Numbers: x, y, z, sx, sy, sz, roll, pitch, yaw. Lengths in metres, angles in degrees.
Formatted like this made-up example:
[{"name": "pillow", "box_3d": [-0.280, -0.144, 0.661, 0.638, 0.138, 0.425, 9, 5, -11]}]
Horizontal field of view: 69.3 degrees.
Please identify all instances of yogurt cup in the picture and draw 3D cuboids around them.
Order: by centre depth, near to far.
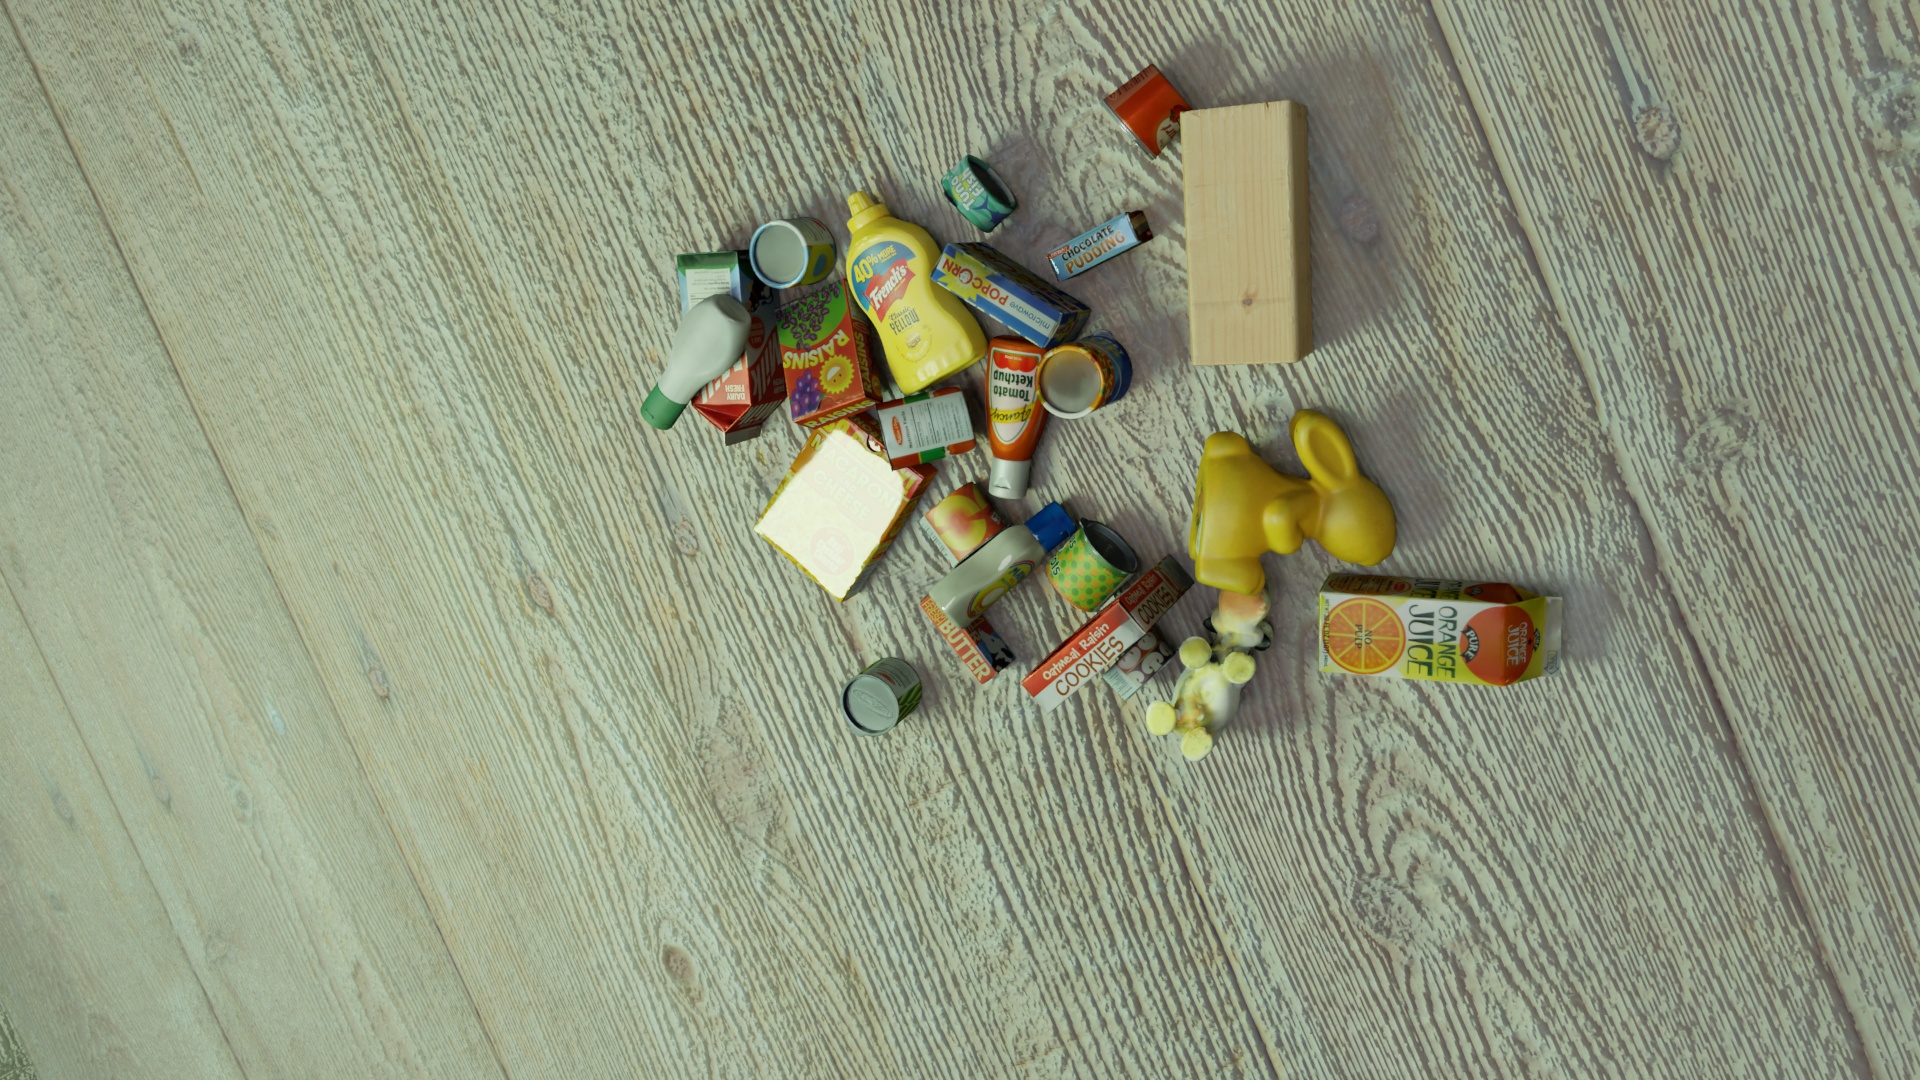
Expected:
[{"name": "yogurt cup", "box_3d": [0.161, -0.366, 1.179, 0.054, 0.072, 0.072, -41, 85, 18]}]

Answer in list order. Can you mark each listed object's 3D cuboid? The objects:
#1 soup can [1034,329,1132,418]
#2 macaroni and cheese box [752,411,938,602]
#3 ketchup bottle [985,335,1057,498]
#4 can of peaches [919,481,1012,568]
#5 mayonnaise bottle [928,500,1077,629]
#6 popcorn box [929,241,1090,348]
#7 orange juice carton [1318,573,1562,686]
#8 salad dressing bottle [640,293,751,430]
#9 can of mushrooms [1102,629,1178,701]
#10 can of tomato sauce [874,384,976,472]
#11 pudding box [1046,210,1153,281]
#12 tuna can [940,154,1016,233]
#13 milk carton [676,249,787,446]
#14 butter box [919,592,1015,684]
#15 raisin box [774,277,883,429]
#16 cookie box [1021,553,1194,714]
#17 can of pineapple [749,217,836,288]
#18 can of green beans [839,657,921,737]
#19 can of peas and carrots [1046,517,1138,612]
[{"name": "soup can", "box_3d": [0.110, -0.150, 1.242, 0.071, 0.084, 0.071, 6, 105, 22]}, {"name": "macaroni and cheese box", "box_3d": [-0.117, -0.039, 1.393, 0.124, 0.040, 0.165, 39, 114, 10]}, {"name": "ketchup bottle", "box_3d": [0.052, -0.115, 1.299, 0.065, 0.044, 0.148, 13, 108, 22]}, {"name": "can of peaches", "box_3d": [0.005, -0.017, 1.333, 0.071, 0.071, 0.058, -40, 85, 26]}, {"name": "mayonnaise bottle", "box_3d": [0.042, 0.021, 1.307, 0.148, 0.064, 0.041, -38, 62, 0]}, {"name": "popcorn box", "box_3d": [0.046, -0.222, 1.251, 0.127, 0.085, 0.038, 34, 113, 13]}, {"name": "orange juice carton", "box_3d": [0.405, 0.075, 1.176, 0.192, 0.073, 0.071, 3, 104, 22]}, {"name": "salad dressing bottle", "box_3d": [-0.258, -0.170, 1.340, 0.064, 0.044, 0.147, 46, 117, 8]}, {"name": "can of mushrooms", "box_3d": [0.168, 0.114, 1.295, 0.033, 0.071, 0.070, 46, 116, 8]}, {"name": "can of tomato sauce", "box_3d": [-0.033, -0.107, 1.311, 0.083, 0.071, 0.071, -14, 98, -2]}, {"name": "pudding box", "box_3d": [0.123, -0.261, 1.228, 0.083, 0.050, 0.030, -22, 95, 26]}, {"name": "tuna can", "box_3d": [0.015, -0.313, 1.250, 0.032, 0.071, 0.071, -40, 86, 26]}, {"name": "milk carton", "box_3d": [-0.225, -0.192, 1.385, 0.073, 0.072, 0.190, 2, 103, 24]}, {"name": "butter box", "box_3d": [0.007, 0.089, 1.364, 0.024, 0.053, 0.103, -40, 86, 25]}, {"name": "raisin box", "box_3d": [-0.127, -0.179, 1.340, 0.086, 0.040, 0.123, -17, 74, 25]}, {"name": "cookie box", "box_3d": [0.134, 0.081, 1.242, 0.040, 0.168, 0.122, 49, 116, 6]}, {"name": "can of pineapple", "box_3d": [-0.163, -0.277, 1.344, 0.071, 0.058, 0.070, 6, 106, 22]}, {"name": "can of green beans", "box_3d": [-0.081, 0.159, 1.417, 0.071, 0.058, 0.071, 6, 105, 22]}, {"name": "can of peas and carrots", "box_3d": [0.120, 0.023, 1.291, 0.071, 0.071, 0.058, 45, 117, 7]}]
